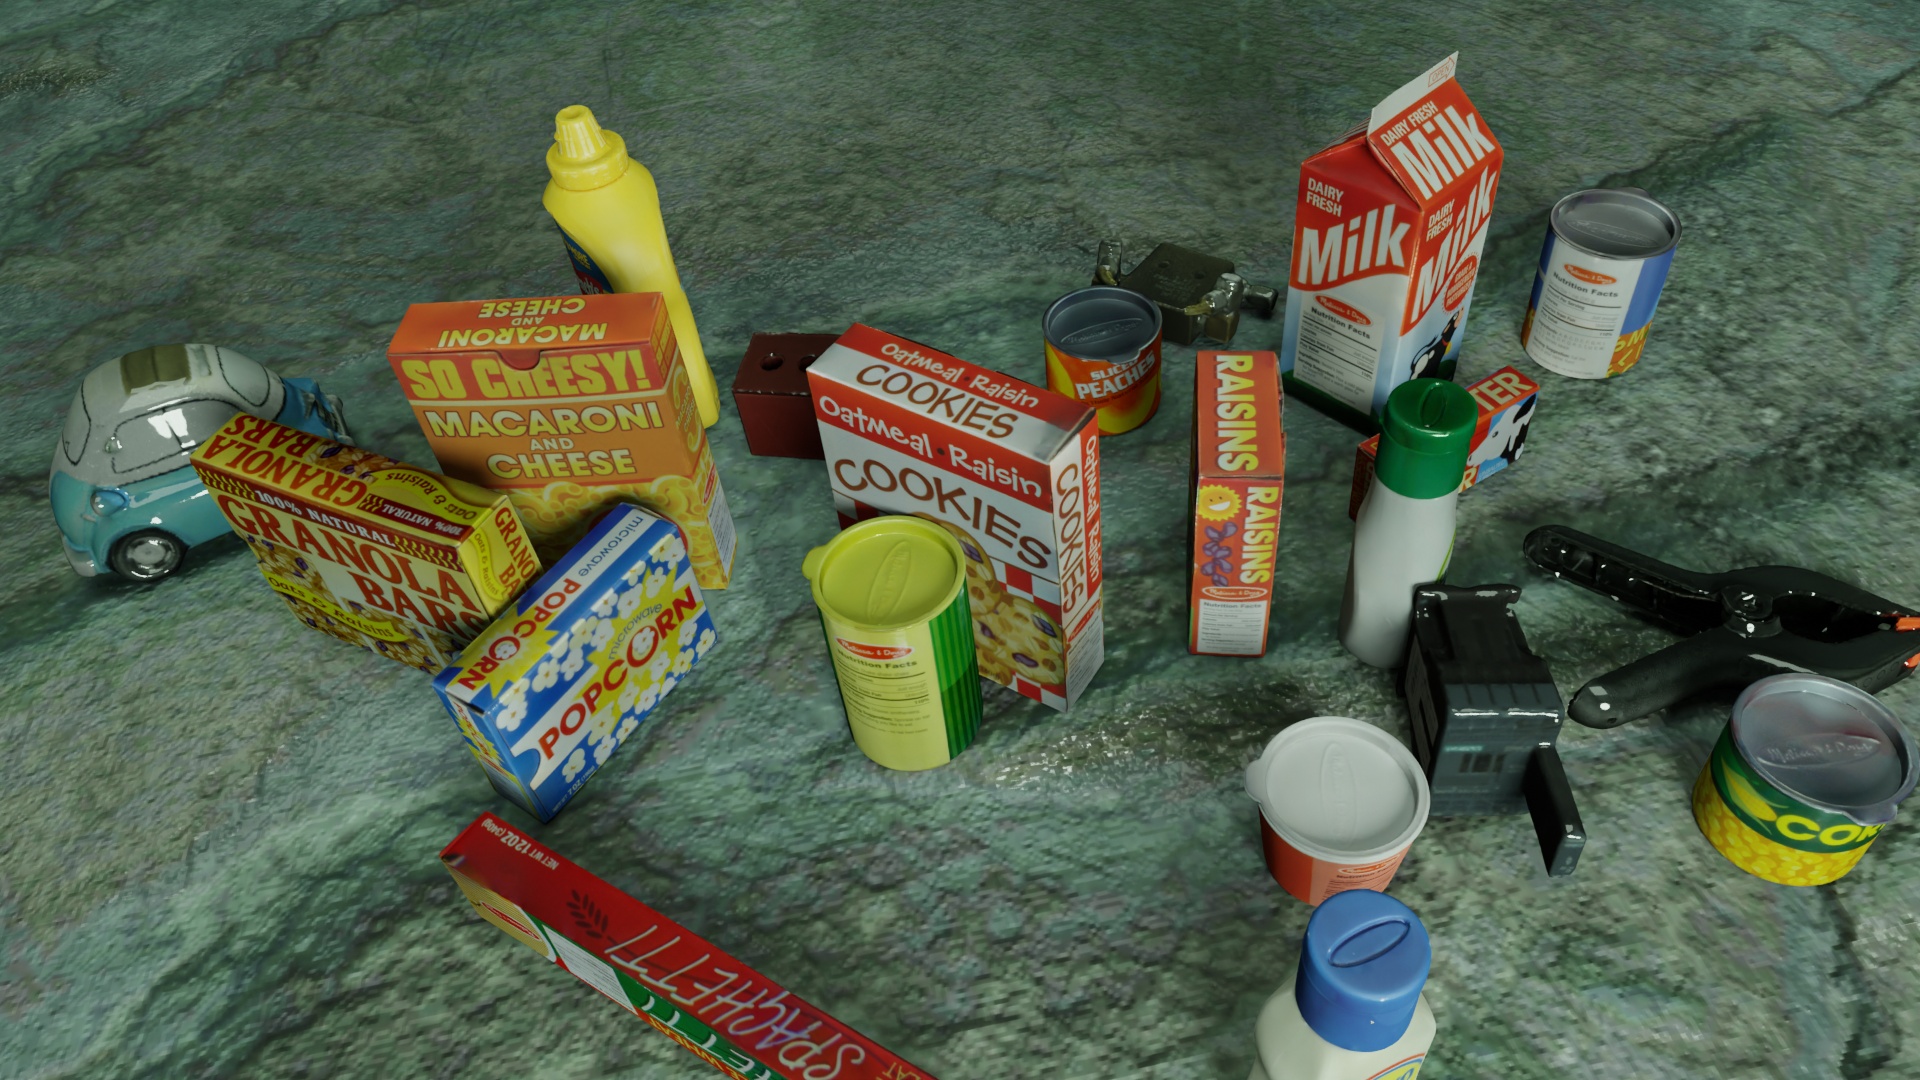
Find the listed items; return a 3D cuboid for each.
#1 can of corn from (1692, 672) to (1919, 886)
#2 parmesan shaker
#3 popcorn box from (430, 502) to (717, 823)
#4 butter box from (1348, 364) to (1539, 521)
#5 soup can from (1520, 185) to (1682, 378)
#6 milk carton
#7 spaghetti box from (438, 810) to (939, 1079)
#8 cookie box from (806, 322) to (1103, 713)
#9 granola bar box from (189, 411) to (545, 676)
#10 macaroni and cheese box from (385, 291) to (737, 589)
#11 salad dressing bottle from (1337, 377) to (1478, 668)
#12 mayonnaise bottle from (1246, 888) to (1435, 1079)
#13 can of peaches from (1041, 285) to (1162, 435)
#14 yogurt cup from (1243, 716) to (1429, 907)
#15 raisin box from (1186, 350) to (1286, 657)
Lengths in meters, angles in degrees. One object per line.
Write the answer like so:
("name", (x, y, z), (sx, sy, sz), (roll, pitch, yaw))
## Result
("can of corn", (0.340, 0.099, 0.561), (0.071, 0.058, 0.071), (-3, 46, 4))
("parmesan shaker", (-0.028, 0.047, 0.624), (0.071, 0.102, 0.072), (-3, 47, 4))
("popcorn box", (-0.174, 0.055, 0.646), (0.038, 0.084, 0.127), (22, 53, 25))
("butter box", (0.248, -0.046, 0.713), (0.104, 0.052, 0.024), (-26, 49, -17))
("soup can", (0.355, -0.143, 0.771), (0.071, 0.083, 0.072), (-3, 46, 4))
("milk carton", (0.222, -0.153, 0.723), (0.072, 0.189, 0.073), (-37, 53, -25))
("spaghetti box", (-0.101, 0.180, 0.543), (0.250, 0.050, 0.029), (22, 53, 25))
("cookie box", (0.002, -0.008, 0.628), (0.123, 0.166, 0.040), (23, 54, 26))
("granola bar box", (-0.275, 0.012, 0.672), (0.165, 0.123, 0.039), (16, 51, 21))
("macaroni and cheese box", (-0.188, -0.041, 0.683), (0.124, 0.165, 0.040), (-2, 47, 5))
("salad dressing bottle", (0.197, -0.005, 0.615), (0.044, 0.146, 0.064), (14, 50, 19))
("mayonnaise bottle", (0.126, 0.168, 0.460), (0.065, 0.147, 0.041), (-22, 48, -14))
("can of peaches", (0.081, -0.099, 0.780), (0.071, 0.057, 0.071), (-3, 46, 4))
("yogurt cup", (0.154, 0.115, 0.571), (0.072, 0.053, 0.073), (-3, 46, 4))
("raisin box", (0.127, -0.016, 0.651), (0.040, 0.122, 0.086), (1, 47, 8))
